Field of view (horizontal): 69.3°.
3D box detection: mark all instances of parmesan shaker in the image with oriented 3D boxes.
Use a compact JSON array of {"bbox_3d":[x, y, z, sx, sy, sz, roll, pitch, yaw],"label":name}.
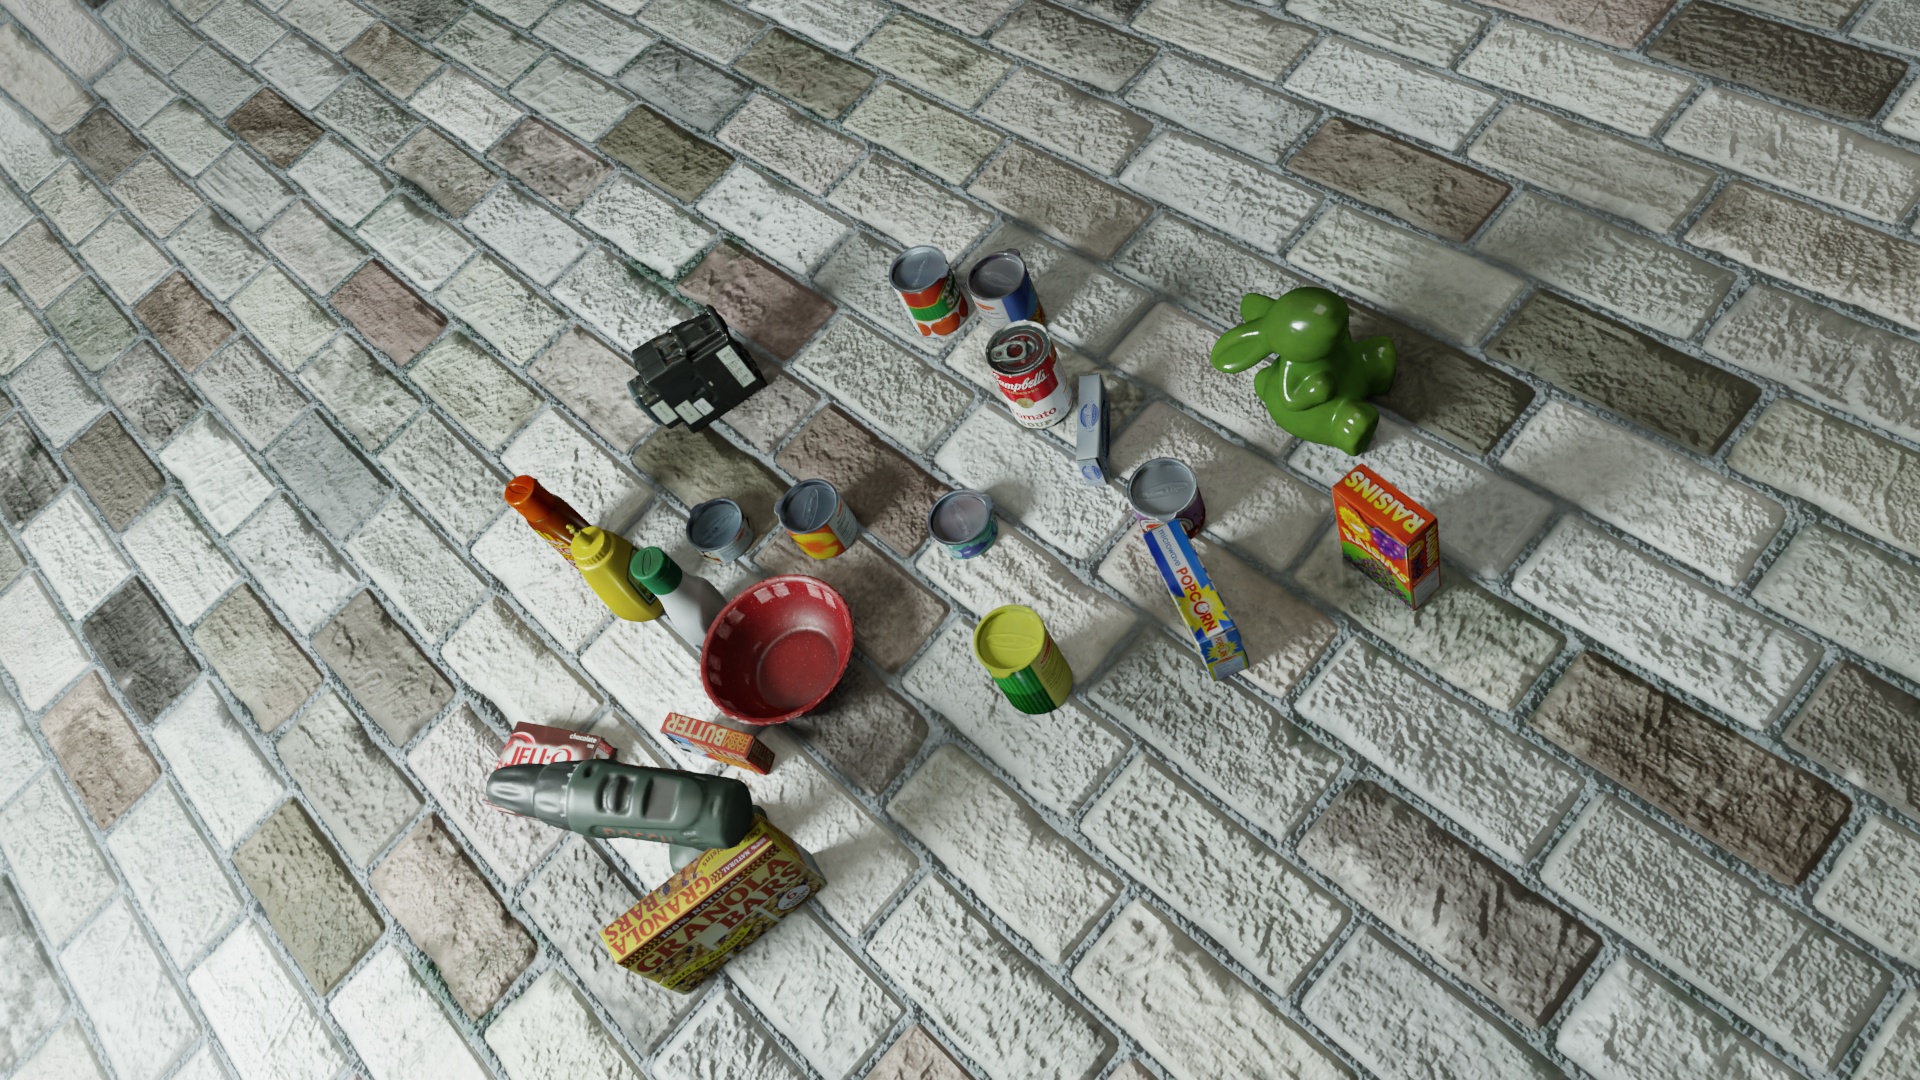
[{"bbox_3d":[0.057,0.112,1.257,0.071,0.102,0.071,-9,58,15],"label":"parmesan shaker"}]

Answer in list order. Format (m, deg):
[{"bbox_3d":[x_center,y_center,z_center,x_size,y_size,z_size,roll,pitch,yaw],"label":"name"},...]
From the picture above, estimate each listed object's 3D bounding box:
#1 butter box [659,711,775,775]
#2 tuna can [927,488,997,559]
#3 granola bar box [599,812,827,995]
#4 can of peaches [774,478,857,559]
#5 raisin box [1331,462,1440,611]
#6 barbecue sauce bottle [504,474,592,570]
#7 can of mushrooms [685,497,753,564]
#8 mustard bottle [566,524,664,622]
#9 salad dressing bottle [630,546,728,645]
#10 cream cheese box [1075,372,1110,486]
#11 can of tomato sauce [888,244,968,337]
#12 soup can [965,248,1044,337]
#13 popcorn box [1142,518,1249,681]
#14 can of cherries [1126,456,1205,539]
[{"bbox_3d":[-0.234,0.196,1.342,0.103,0.053,0.024,11,65,25],"label":"butter box"},{"bbox_3d":[0.005,-0.018,1.396,0.071,0.032,0.071,-9,58,15],"label":"tuna can"},{"bbox_3d":[-0.212,0.321,1.216,0.166,0.123,0.039,-37,55,-4],"label":"granola bar box"},{"bbox_3d":[-0.149,-0.022,1.439,0.071,0.058,0.071,-9,58,15],"label":"can of peaches"},{"bbox_3d":[0.369,-0.002,1.201,0.040,0.123,0.086,-40,56,-6],"label":"raisin box"},{"bbox_3d":[-0.429,-0.018,1.482,0.065,0.148,0.044,15,67,27],"label":"barbecue sauce bottle"},{"bbox_3d":[-0.258,-0.011,1.487,0.071,0.033,0.071,-9,58,15],"label":"can of mushrooms"},{"bbox_3d":[-0.357,0.027,1.422,0.049,0.159,0.065,-9,58,15],"label":"mustard bottle"},{"bbox_3d":[-0.277,0.055,1.384,0.044,0.147,0.064,-10,58,14],"label":"salad dressing bottle"},{"bbox_3d":[0.134,-0.111,1.393,0.024,0.053,0.104,-5,59,17],"label":"cream cheese box"},{"bbox_3d":[-0.032,-0.274,1.533,0.071,0.082,0.071,-9,58,15],"label":"can of tomato sauce"},{"bbox_3d":[0.051,-0.261,1.494,0.071,0.083,0.071,-9,58,15],"label":"soup can"},{"bbox_3d":[0.211,0.053,1.248,0.038,0.085,0.127,-25,55,4],"label":"popcorn box"},{"bbox_3d":[0.196,-0.034,1.322,0.071,0.058,0.072,-9,58,15],"label":"can of cherries"}]
